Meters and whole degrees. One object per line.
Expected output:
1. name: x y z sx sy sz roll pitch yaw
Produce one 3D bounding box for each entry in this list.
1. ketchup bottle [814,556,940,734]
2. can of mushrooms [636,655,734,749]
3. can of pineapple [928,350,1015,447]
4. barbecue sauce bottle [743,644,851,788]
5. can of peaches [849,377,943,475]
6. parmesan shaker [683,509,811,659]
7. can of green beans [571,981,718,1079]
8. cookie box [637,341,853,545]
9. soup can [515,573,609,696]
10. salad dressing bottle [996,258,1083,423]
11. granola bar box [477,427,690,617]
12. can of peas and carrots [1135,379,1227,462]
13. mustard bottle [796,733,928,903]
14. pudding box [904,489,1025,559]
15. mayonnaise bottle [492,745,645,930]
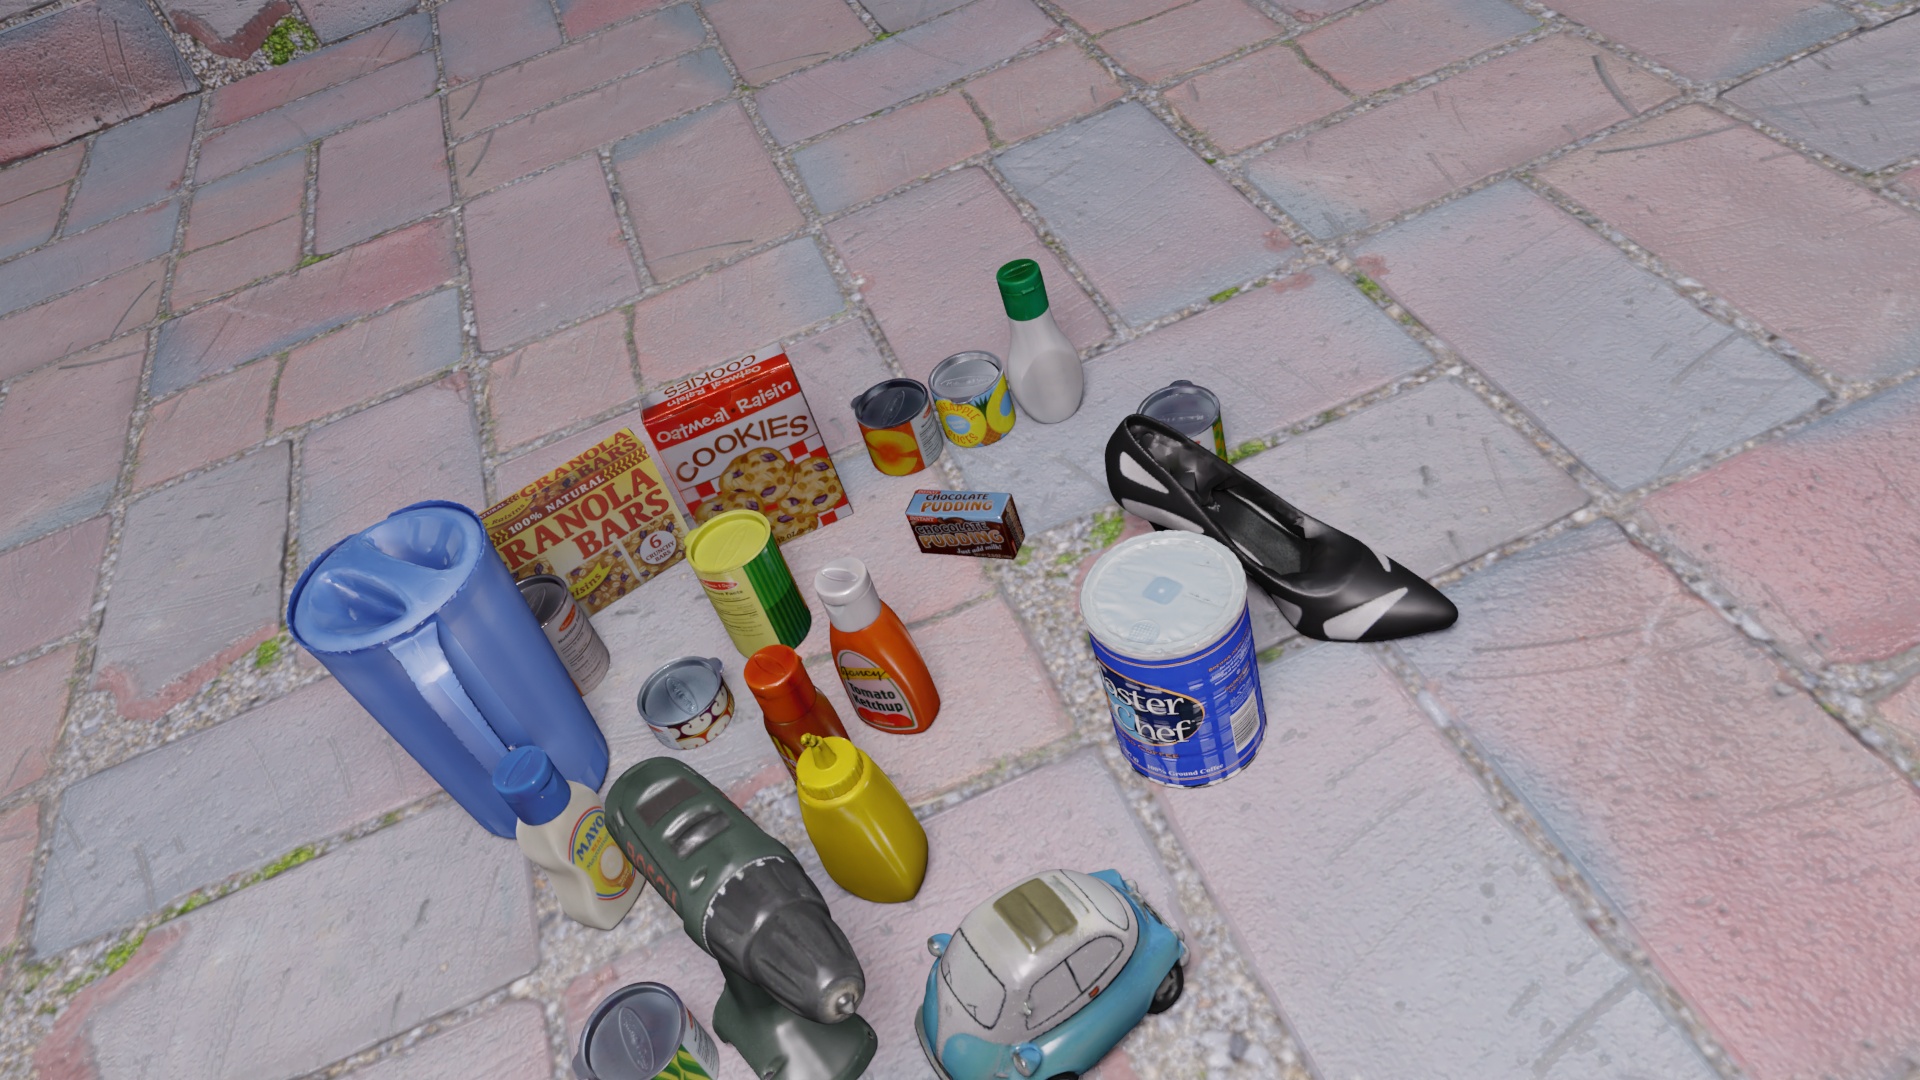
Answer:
1. ketchup bottle: -0.061 0.073 0.961 0.065 0.148 0.044 7 49 26
2. can of mushrooms: -0.204 0.121 1.046 0.071 0.033 0.071 -10 43 10
3. can of pineapple: 0.010 -0.121 1.204 0.071 0.057 0.071 -10 43 10
4. barbecue sauce bottle: -0.101 0.129 0.918 0.065 0.147 0.044 26 59 38
5. can of peaches: -0.055 -0.098 1.202 0.071 0.057 0.071 -10 43 10
6. parmesan shaker: -0.163 0.035 1.070 0.071 0.102 0.072 -10 43 10
7. can of green beans: -0.185 0.308 0.829 0.071 0.057 0.071 -10 43 10
8. cookie box: -0.171 -0.066 1.129 0.123 0.166 0.040 -24 43 -5
9. soup can: -0.326 0.078 1.097 0.071 0.083 0.072 -10 43 10
10. salad dressing bottle: 0.064 -0.166 1.165 0.064 0.147 0.044 -24 43 -5
11. granola bar box: -0.315 0.000 1.144 0.166 0.123 0.039 -33 44 -15
12. can of peas and carrots: 0.177 -0.083 1.105 0.071 0.058 0.071 -10 43 10
13. mustard bottle: -0.066 0.165 0.859 0.065 0.159 0.049 1 46 20
14. pudding box: 0.004 -0.014 1.101 0.084 0.049 0.030 4 47 23
15. mayonnaise bottle: -0.255 0.192 0.907 0.041 0.147 0.065 5 48 24
